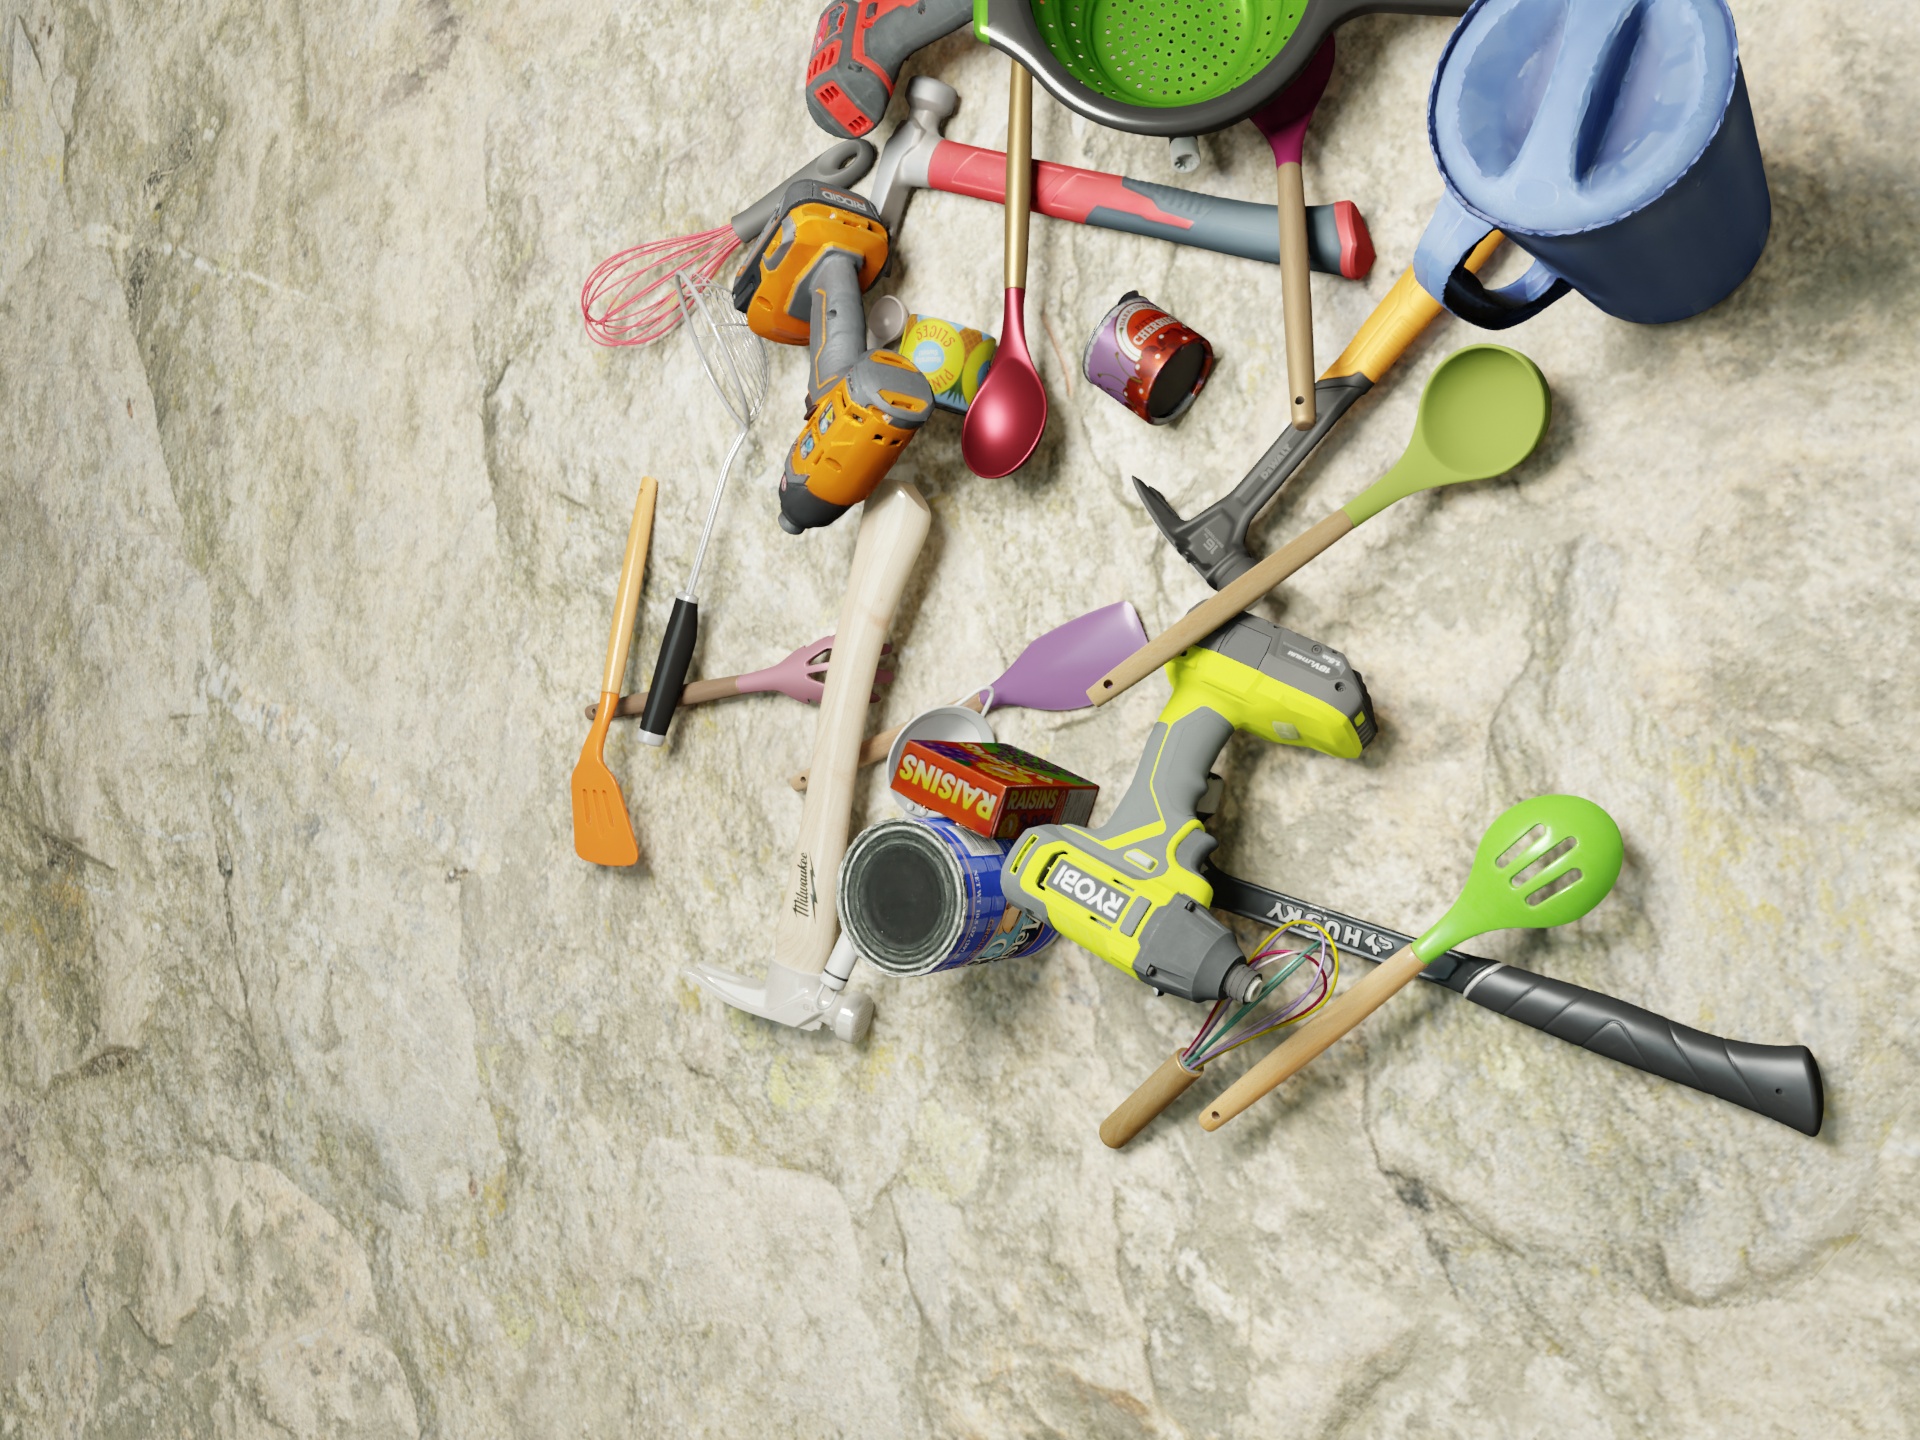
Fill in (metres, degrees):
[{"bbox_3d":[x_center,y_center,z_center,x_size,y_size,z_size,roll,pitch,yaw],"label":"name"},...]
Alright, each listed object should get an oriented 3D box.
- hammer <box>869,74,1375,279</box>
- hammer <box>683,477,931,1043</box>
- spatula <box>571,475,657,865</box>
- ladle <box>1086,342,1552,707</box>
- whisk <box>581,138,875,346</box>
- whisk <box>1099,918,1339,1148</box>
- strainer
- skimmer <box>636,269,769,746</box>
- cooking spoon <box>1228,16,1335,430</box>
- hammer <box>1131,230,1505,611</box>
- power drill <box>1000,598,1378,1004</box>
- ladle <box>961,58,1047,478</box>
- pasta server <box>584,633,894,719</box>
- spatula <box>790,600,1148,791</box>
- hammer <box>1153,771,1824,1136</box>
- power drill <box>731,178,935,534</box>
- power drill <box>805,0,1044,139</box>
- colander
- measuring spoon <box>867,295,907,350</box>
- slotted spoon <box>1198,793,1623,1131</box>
[{"bbox_3d":[0.096,-0.340,1.088,0.387,0.038,0.143,24,102,32],"label":"hammer"},{"bbox_3d":[-0.100,0.024,1.166,0.146,0.038,0.410,15,100,17],"label":"hammer"},{"bbox_3d":[-0.277,-0.043,1.309,0.081,0.041,0.323,0,77,40],"label":"spatula"},{"bbox_3d":[0.205,-0.108,0.938,0.320,0.062,0.078,-35,68,4],"label":"ladle"},{"bbox_3d":[-0.191,-0.383,1.270,0.296,0.073,0.073,-24,75,24],"label":"whisk"},{"bbox_3d":[0.157,0.205,0.993,0.047,0.051,0.245,42,128,8],"label":"whisk"},{"bbox_3d":[-0.047,0.087,1.126,0.050,0.086,0.258,25,90,55],"label":"strainer"},{"bbox_3d":[-0.226,-0.163,1.247,0.127,0.090,0.363,-150,75,-71],"label":"skimmer"},{"bbox_3d":[0.204,-0.319,0.982,0.069,0.017,0.319,-7,67,22],"label":"cooking spoon"},{"bbox_3d":[0.247,-0.228,0.978,0.337,0.034,0.127,-49,49,18],"label":"hammer"},{"bbox_3d":[0.149,0.052,0.963,0.171,0.080,0.223,27,80,33],"label":"power drill"},{"bbox_3d":[0.037,-0.321,1.091,0.069,0.031,0.315,2,90,35],"label":"ladle"},{"bbox_3d":[-0.187,-0.025,1.269,0.316,0.040,0.060,-9,83,37],"label":"pasta server"},{"bbox_3d":[-0.002,-0.004,1.150,0.316,0.018,0.060,-23,84,30],"label":"spatula"},{"bbox_3d":[0.289,0.152,0.943,0.409,0.036,0.149,18,99,32],"label":"hammer"},{"bbox_3d":[-0.100,-0.250,1.131,0.164,0.084,0.227,-45,49,43],"label":"power drill"},{"bbox_3d":[-0.013,-0.526,1.116,0.226,0.080,0.188,-22,47,34],"label":"power drill"},{"bbox_3d":[0.211,-0.439,0.974,0.397,0.094,0.204,7,90,9],"label":"colander"},{"bbox_3d":[-0.070,-0.263,1.211,0.034,0.018,0.124,38,115,28],"label":"measuring spoon"},{"bbox_3d":[0.251,0.154,0.932,0.313,0.031,0.070,-46,69,26],"label":"slotted spoon"}]
